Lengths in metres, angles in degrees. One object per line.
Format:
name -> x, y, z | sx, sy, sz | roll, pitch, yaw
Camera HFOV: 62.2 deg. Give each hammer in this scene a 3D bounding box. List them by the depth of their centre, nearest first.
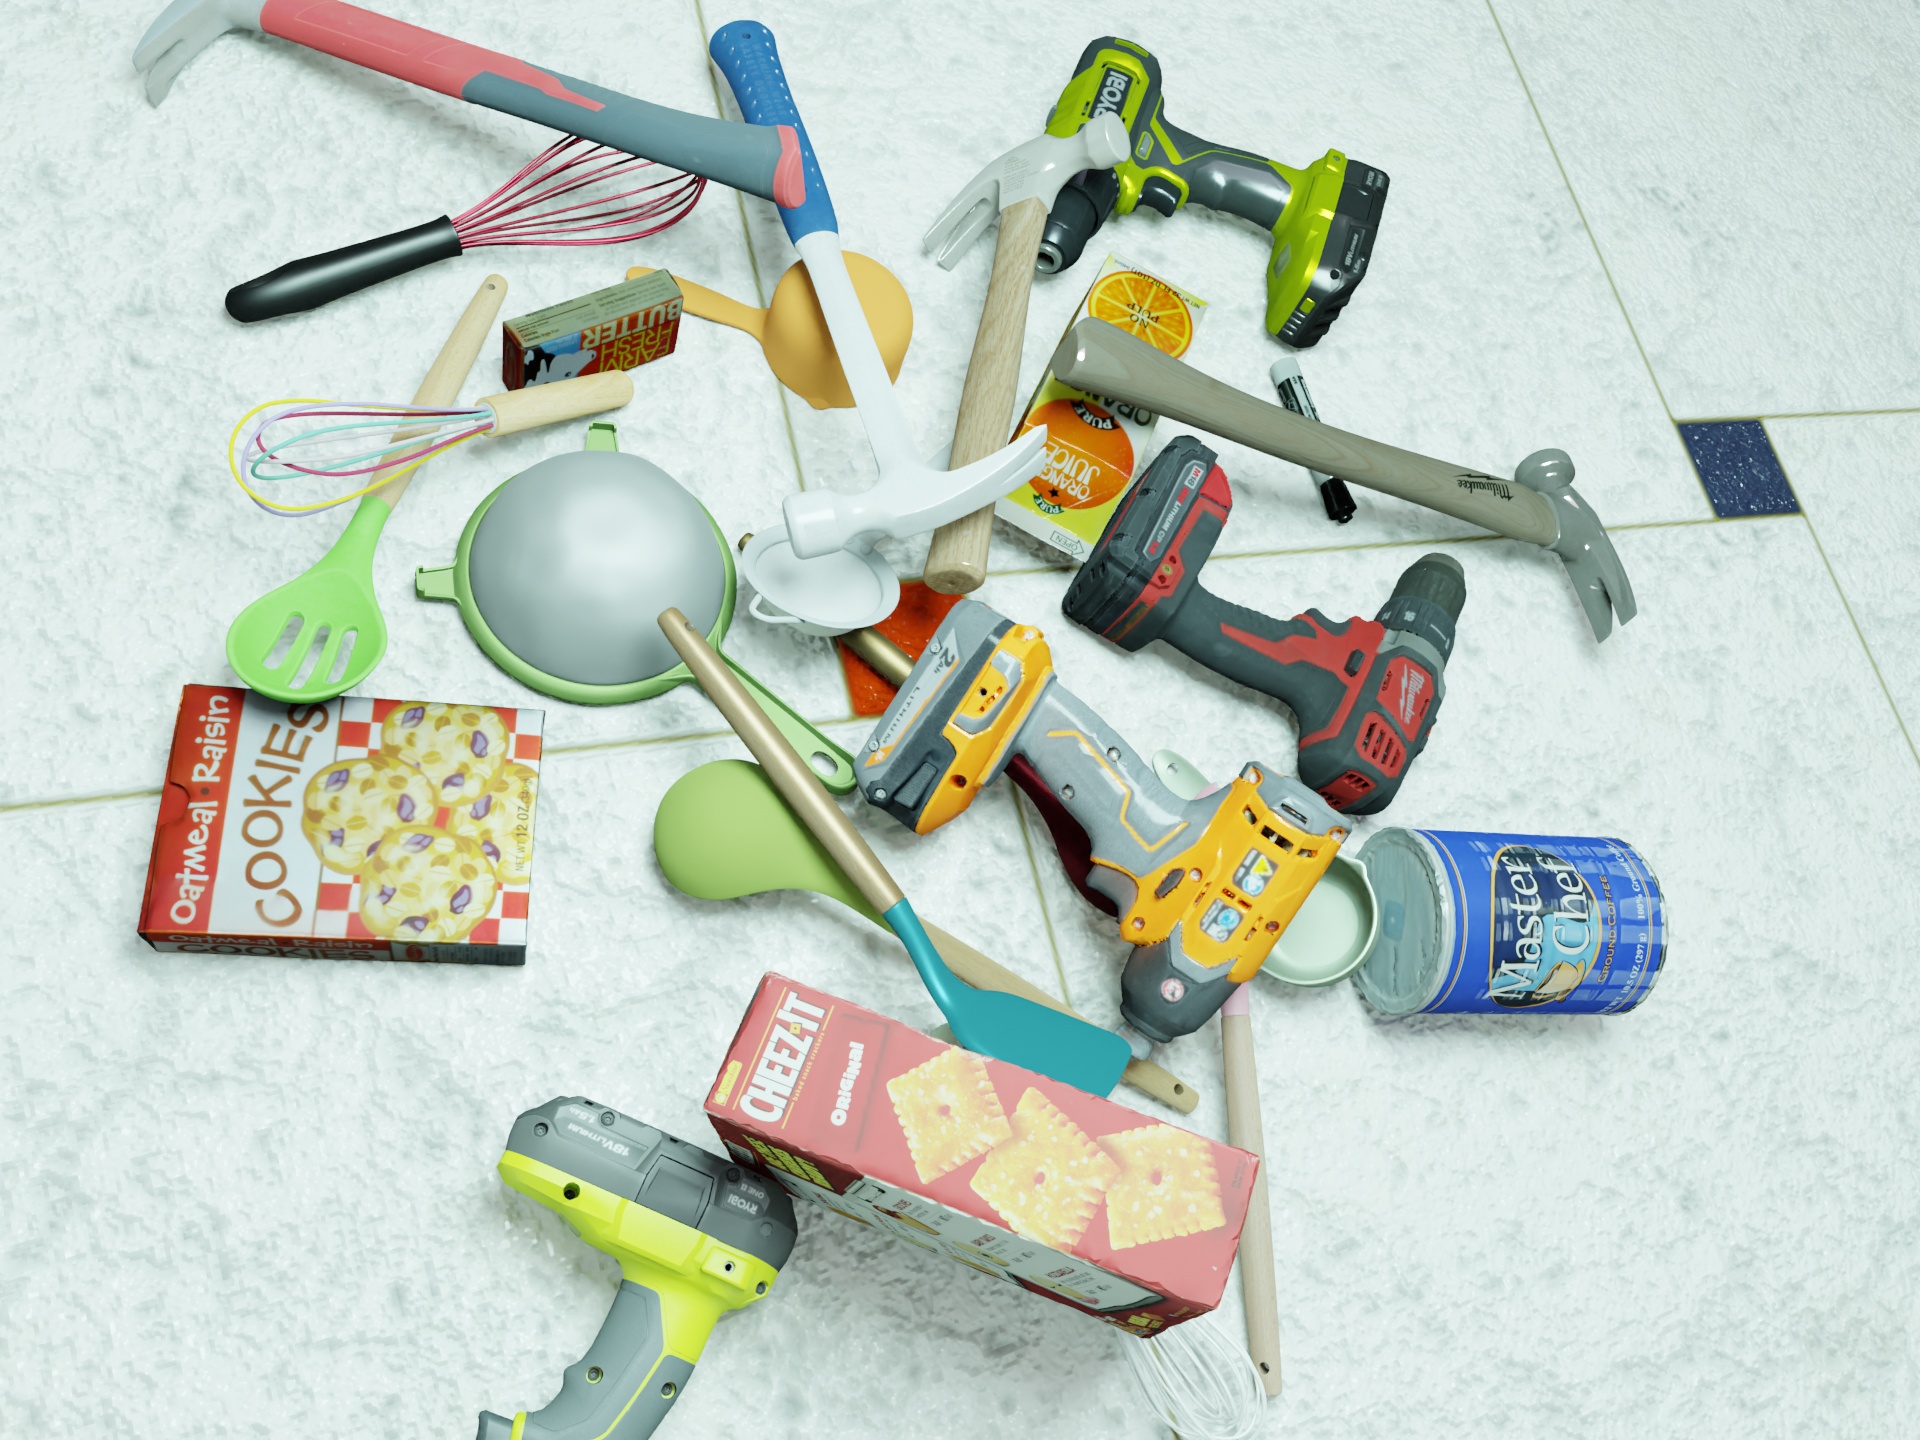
hammer -> -0.268, -0.348, 0.888 | 0.386, 0.038, 0.143 | 22, 61, 12
hammer -> -0.073, -0.266, 0.910 | 0.144, 0.035, 0.406 | -15, 60, -9
hammer -> 0.020, -0.216, 0.929 | 0.031, 0.130, 0.332 | 41, 49, -43
hammer -> 0.239, -0.152, 0.958 | 0.410, 0.038, 0.146 | 13, 49, -26

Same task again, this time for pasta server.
pasta server -> 0.149, 0.183, 0.834 | 0.040, 0.060, 0.316 | 22, 61, -59

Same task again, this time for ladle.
ladle -> -0.014, 0.121, 0.824 | 0.320, 0.062, 0.078 | 33, 59, -9
ladle -> -0.001, -0.003, 0.886 | 0.315, 0.031, 0.069 | 39, 62, 4

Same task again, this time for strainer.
strainer -> -0.148, -0.055, 0.836 | 0.256, 0.069, 0.151 | 39, 61, 4
strainer -> -0.043, -0.109, 0.897 | 0.087, 0.050, 0.258 | 32, 48, 11

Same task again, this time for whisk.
whisk -> 0.062, 0.251, 0.783 | 0.246, 0.059, 0.058 | 52, 26, 13
whisk -> -0.262, -0.156, 0.820 | 0.047, 0.051, 0.245 | 52, 41, 8
whisk -> -0.270, -0.283, 0.906 | 0.296, 0.073, 0.073 | -26, 77, -20

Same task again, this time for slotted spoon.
slotted spoon -> -0.292, -0.129, 0.828 | 0.070, 0.031, 0.314 | 16, 54, -6

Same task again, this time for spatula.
spatula -> -0.041, 0.064, 0.776 | 0.317, 0.044, 0.082 | 51, 28, 4

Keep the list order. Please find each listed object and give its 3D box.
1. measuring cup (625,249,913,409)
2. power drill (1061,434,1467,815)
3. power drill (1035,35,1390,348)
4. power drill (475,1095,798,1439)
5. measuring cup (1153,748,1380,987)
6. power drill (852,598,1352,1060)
measuring cup -> -0.111, -0.250, 0.945 | 0.173, 0.052, 0.095 | 17, 63, -12
power drill -> 0.195, -0.072, 0.952 | 0.226, 0.080, 0.188 | 34, 61, -4
power drill -> 0.156, -0.340, 1.059 | 0.228, 0.080, 0.191 | 22, 62, -4
power drill -> -0.178, 0.283, 0.673 | 0.171, 0.080, 0.223 | 26, 65, -5
measuring cup -> 0.167, 0.079, 0.895 | 0.083, 0.038, 0.168 | -43, 61, 5
power drill -> 0.061, 0.057, 0.815 | 0.226, 0.084, 0.164 | 33, 95, 9
